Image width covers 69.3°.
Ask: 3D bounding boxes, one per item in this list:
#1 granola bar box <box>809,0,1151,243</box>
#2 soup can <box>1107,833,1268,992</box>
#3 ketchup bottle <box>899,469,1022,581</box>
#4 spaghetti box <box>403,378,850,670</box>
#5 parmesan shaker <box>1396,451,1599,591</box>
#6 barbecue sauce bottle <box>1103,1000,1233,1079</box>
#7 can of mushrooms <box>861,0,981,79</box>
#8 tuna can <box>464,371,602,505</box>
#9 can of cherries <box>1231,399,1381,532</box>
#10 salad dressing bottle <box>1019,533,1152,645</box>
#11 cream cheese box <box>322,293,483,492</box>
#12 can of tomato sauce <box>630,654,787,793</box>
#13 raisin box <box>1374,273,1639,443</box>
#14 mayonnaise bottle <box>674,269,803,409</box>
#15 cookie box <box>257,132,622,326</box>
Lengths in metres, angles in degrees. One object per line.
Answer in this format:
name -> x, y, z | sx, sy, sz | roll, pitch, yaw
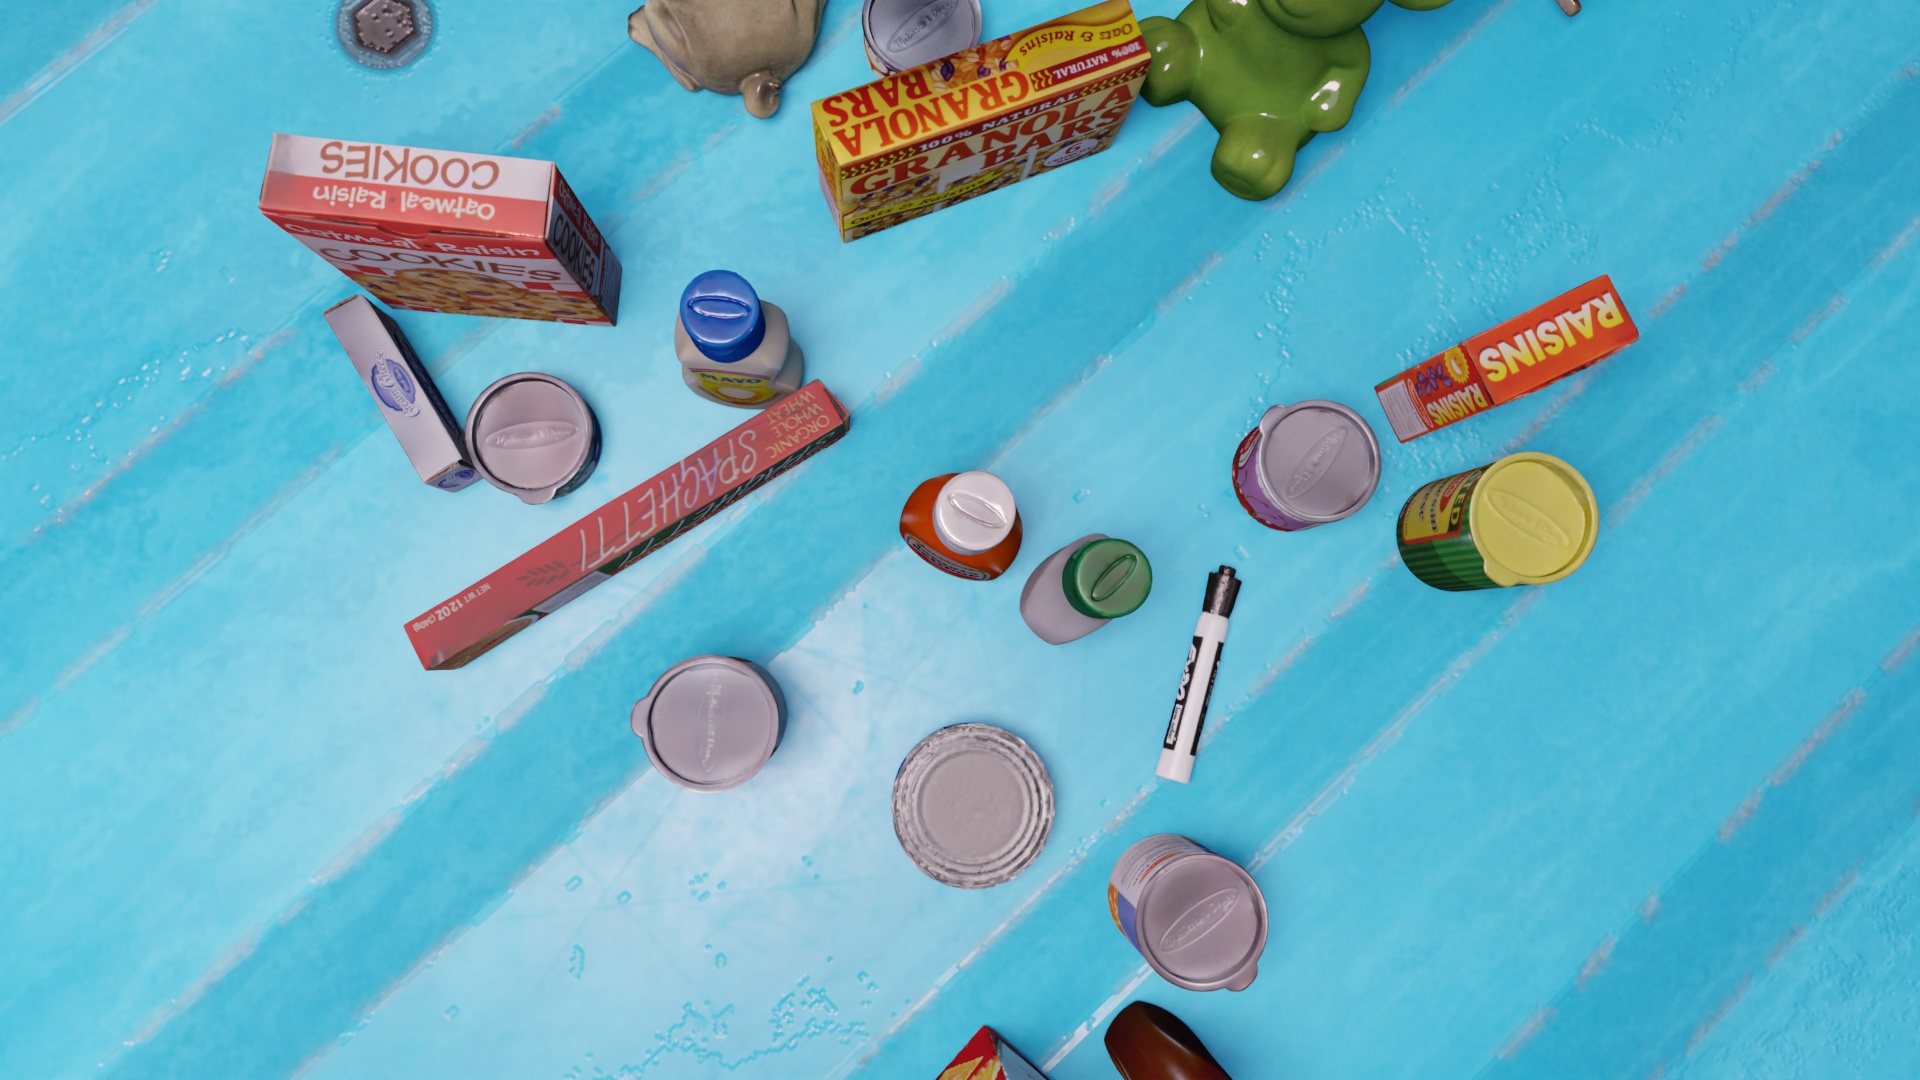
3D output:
granola bar box -> 0.008, -0.216, 0.728 | 0.166, 0.124, 0.039 | -21, 87, -5
soup can -> 0.116, 0.192, 0.717 | 0.071, 0.083, 0.071 | 0, 85, -4
ketchup bottle -> 0.002, -0.009, 0.695 | 0.065, 0.148, 0.043 | 27, 84, -1
spaghetti box -> -0.170, -0.008, 0.733 | 0.250, 0.050, 0.028 | -32, 88, -6
parmesan shaker -> 0.279, -0.005, 0.737 | 0.071, 0.103, 0.071 | 0, 85, -4
barbecue sauce bottle -> 0.111, 0.270, 0.676 | 0.065, 0.148, 0.044 | 42, 84, 0
can of mushrooms -> -0.020, -0.283, 0.778 | 0.071, 0.033, 0.071 | 0, 85, -4
tuna can -> -0.227, -0.052, 0.742 | 0.071, 0.033, 0.071 | 0, 85, -4
can of cherries -> 0.185, -0.042, 0.756 | 0.071, 0.058, 0.071 | 0, 85, -4
salad dressing bottle -> 0.063, 0.023, 0.697 | 0.044, 0.147, 0.064 | 45, 84, 1
cream cheese box -> -0.290, -0.076, 0.730 | 0.024, 0.053, 0.104 | -32, 87, -6
can of tomato sauce -> -0.126, 0.092, 0.710 | 0.071, 0.083, 0.071 | 0, 85, -4
raisin box -> 0.284, -0.093, 0.735 | 0.086, 0.123, 0.040 | -25, 87, -5
mayonnaise bottle -> -0.114, -0.098, 0.696 | 0.065, 0.148, 0.041 | 5, 85, -3
cookie box -> -0.244, -0.146, 0.682 | 0.123, 0.167, 0.040 | 5, 85, -3
